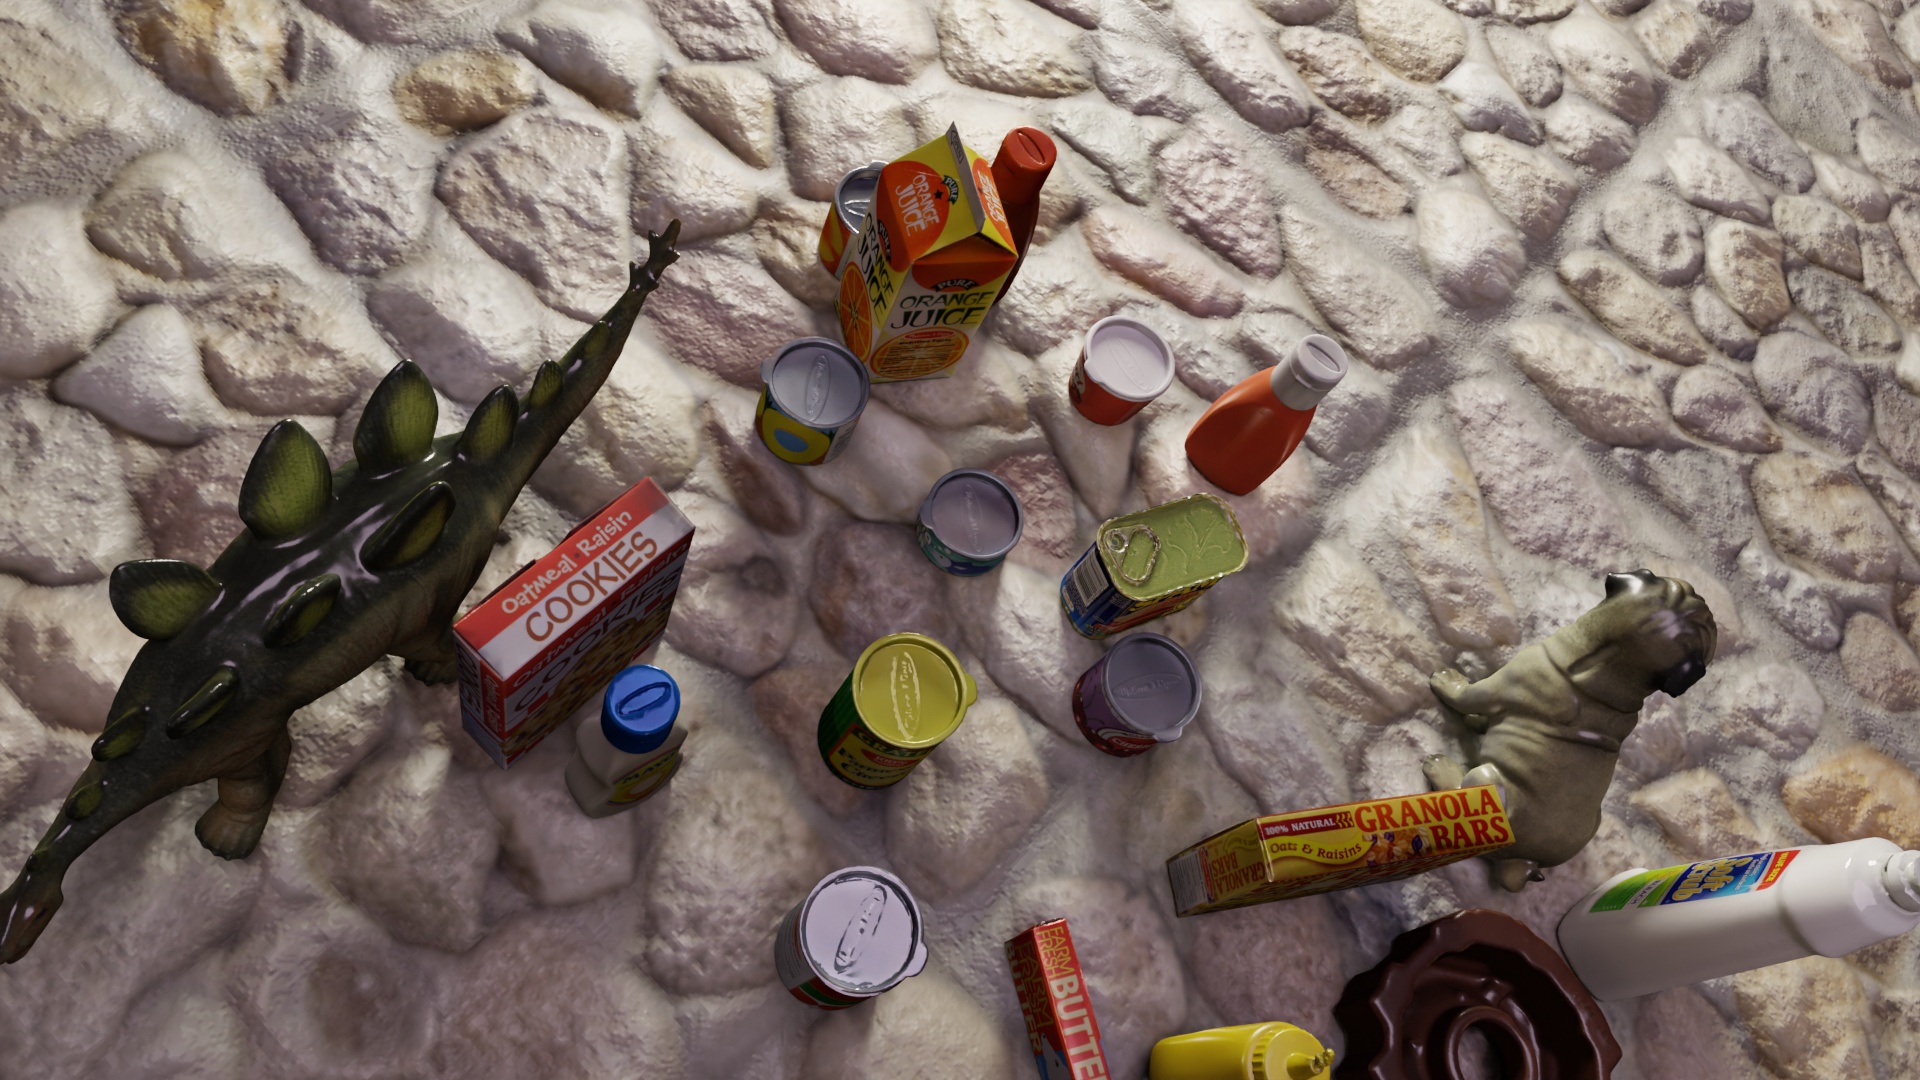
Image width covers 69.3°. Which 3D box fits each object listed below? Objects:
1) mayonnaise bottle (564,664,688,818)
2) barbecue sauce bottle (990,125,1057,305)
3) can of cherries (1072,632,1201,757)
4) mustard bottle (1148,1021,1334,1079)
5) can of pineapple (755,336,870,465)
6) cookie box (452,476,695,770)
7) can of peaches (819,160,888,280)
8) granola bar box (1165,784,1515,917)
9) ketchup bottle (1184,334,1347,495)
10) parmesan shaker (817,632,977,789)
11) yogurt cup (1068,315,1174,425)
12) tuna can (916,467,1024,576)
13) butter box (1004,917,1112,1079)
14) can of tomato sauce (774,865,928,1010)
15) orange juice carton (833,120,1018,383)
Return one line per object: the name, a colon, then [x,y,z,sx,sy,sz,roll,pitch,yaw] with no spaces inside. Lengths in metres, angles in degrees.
mayonnaise bottle: [-0.174,0.106,0.734,0.065,0.147,0.041,-28,77,-26]
barbecue sauce bottle: [0.025,-0.222,0.950,0.044,0.148,0.065,-28,77,-26]
can of cherries: [0.111,0.101,0.880,0.071,0.058,0.072,7,65,-15]
mustard bottle: [0.156,0.288,0.750,0.065,0.159,0.049,7,65,-15]
can of pineapple: [-0.098,-0.090,0.901,0.071,0.057,0.071,7,65,-15]
cookie box: [-0.207,0.047,0.740,0.040,0.166,0.123,44,61,5]
can of peaches: [-0.062,-0.220,0.972,0.071,0.057,0.071,7,65,-15]
granola bar box: [0.225,0.187,0.839,0.166,0.123,0.039,-4,68,-19]
ketchup bottle: [0.210,-0.086,0.946,0.065,0.148,0.044,40,61,3]
parmesan shaker: [-0.039,0.102,0.806,0.071,0.102,0.071,7,65,-15]
yogurt cup: [0.111,-0.117,0.983,0.072,0.053,0.072,7,65,-15]
tuna can: [0.003,-0.011,0.911,0.071,0.032,0.071,7,64,-15]
butter box: [0.056,0.271,0.787,0.024,0.053,0.104,-8,69,-21]
can of tomato sauce: [-0.060,0.218,0.756,0.071,0.082,0.071,7,65,-15]
orange juice carton: [-0.021,-0.179,0.889,0.073,0.191,0.072,-8,69,-21]
